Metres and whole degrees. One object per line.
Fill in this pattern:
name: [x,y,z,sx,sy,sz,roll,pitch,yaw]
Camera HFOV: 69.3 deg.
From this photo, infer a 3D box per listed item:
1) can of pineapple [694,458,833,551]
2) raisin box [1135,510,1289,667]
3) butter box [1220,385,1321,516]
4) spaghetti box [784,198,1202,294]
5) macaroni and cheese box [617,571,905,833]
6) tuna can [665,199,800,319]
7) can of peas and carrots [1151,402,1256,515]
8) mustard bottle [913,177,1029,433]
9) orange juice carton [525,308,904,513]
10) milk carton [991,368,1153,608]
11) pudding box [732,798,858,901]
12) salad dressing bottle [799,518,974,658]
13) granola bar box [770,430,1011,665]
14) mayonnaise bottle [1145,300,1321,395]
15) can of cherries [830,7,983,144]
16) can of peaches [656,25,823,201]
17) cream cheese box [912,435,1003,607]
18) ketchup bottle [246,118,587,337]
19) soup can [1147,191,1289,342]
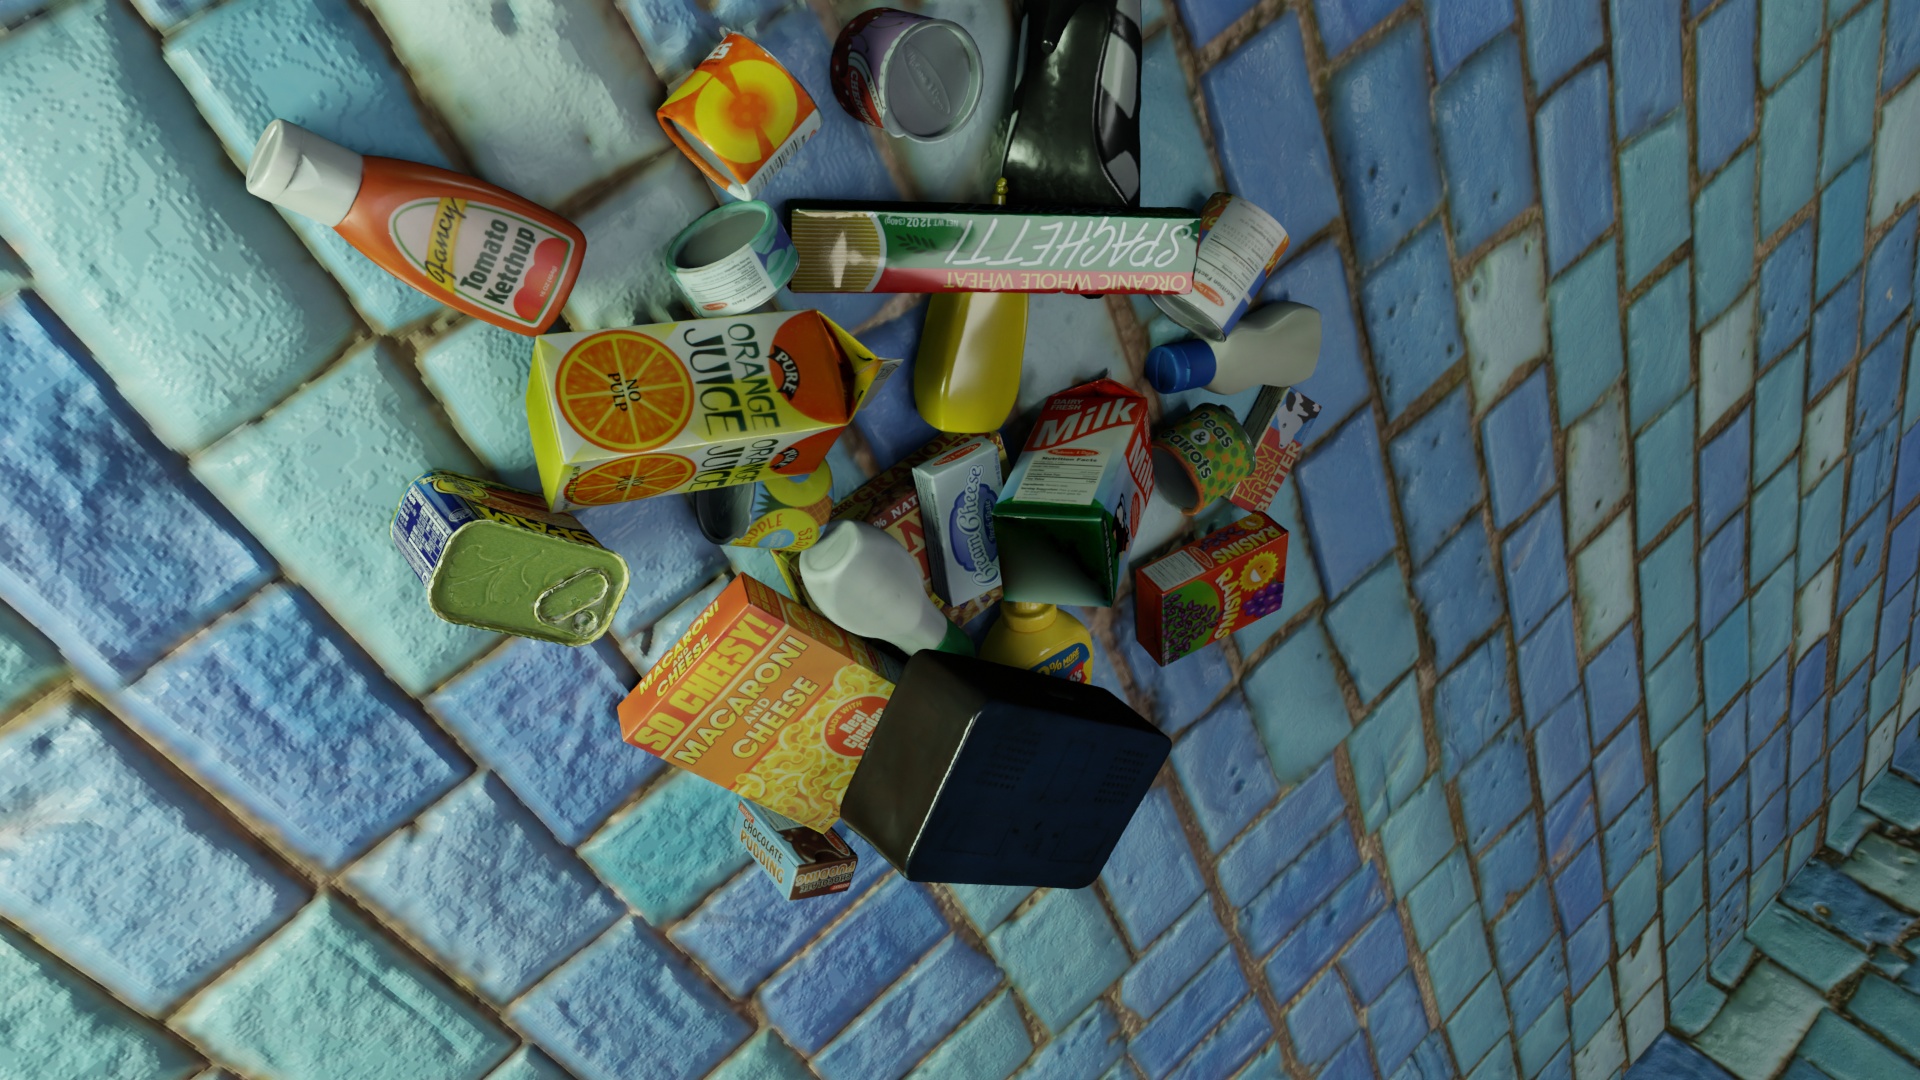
can of pineapple: [-0.116,-0.026,0.825,0.058,0.071,0.070,6,109,-40]
raisin box: [0.202,0.038,1.116,0.124,0.040,0.085,-24,134,-19]
butter box: [0.246,-0.074,1.119,0.053,0.024,0.103,21,99,-42]
spaghetti box: [0.022,-0.173,0.822,0.250,0.029,0.050,-2,116,-13]
macaroni and cheese box: [-0.113,0.107,0.885,0.166,0.040,0.123,34,106,-35]
tuna can: [-0.124,-0.155,0.756,0.071,0.071,0.032,-41,131,-14]
can of peas and carrots: [0.178,-0.062,1.040,0.059,0.071,0.070,-35,130,-18]
mustard bottle: [0.013,-0.149,0.876,0.065,0.049,0.159,-2,114,-33]
orange juice carton: [-0.129,-0.073,0.751,0.193,0.071,0.073,-10,74,-25]
milk carton: [0.085,-0.041,0.941,0.192,0.073,0.072,-63,150,-49]
pudding box: [-0.113,0.206,0.941,0.050,0.084,0.030,1,114,-39]
salad dressing bottle: [-0.042,0.042,0.883,0.064,0.044,0.147,-50,134,-6]
granola bar box: [-0.032,0.012,0.933,0.166,0.039,0.123,-35,130,-19]
mayonnaise bottle: [0.206,-0.140,1.041,0.148,0.041,0.064,-15,120,-31]
can of cherries: [-0.032,-0.259,0.776,0.072,0.058,0.071,-19,125,-30]
can of peaches: [-0.117,-0.222,0.725,0.058,0.071,0.071,-50,133,-5]
cream cheese box: [0.003,-0.011,0.903,0.053,0.024,0.103,-26,126,-24]
ketchup bottle: [-0.258,-0.152,0.664,0.149,0.043,0.064,21,99,-42]
soup can: [0.181,-0.192,0.978,0.071,0.071,0.084,35,88,-44]
